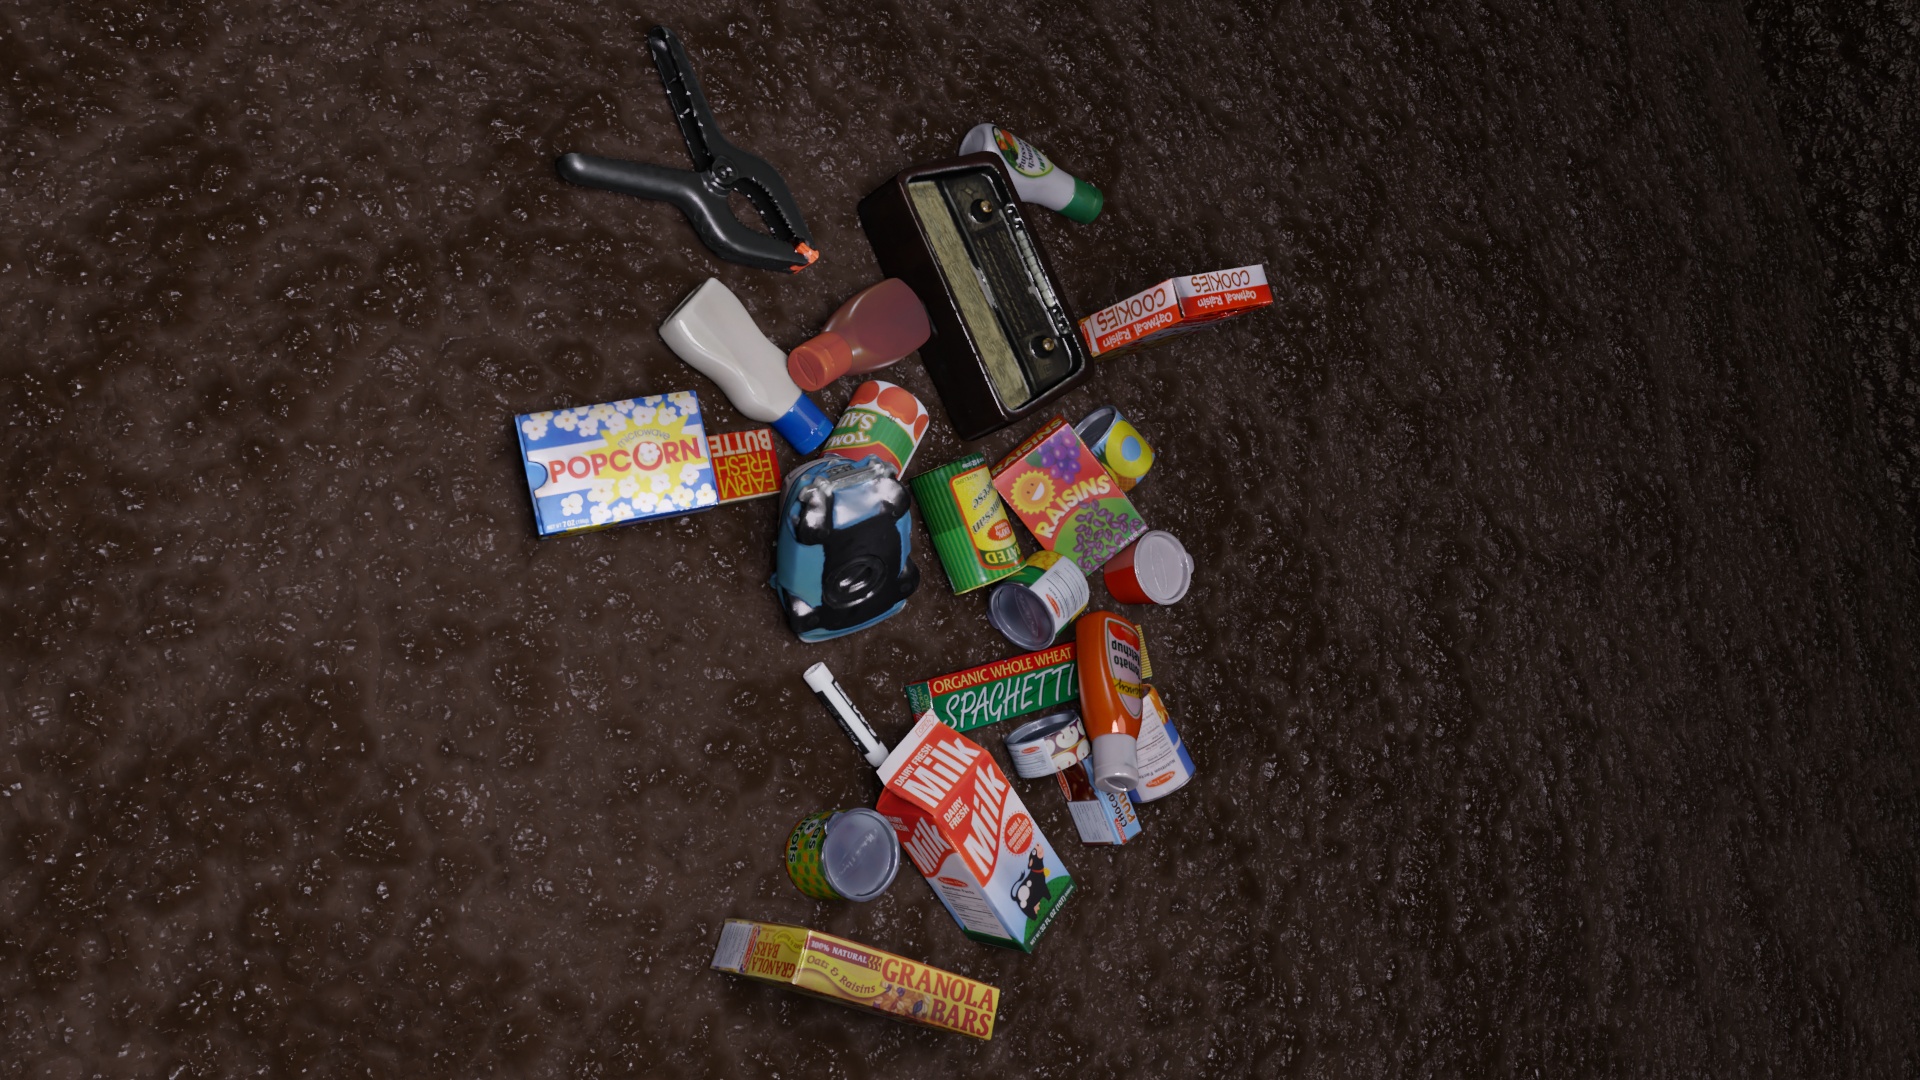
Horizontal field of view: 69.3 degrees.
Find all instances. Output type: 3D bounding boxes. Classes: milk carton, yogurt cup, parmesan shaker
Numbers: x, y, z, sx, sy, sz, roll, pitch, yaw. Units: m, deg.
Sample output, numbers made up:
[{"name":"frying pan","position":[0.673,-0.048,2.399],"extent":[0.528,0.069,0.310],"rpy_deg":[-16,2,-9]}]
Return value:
[{"name":"milk carton","position":[0.004,0.223,1.074],"extent":[0.073,0.073,0.190],"rpy_deg":[-48,116,-33]},{"name":"yogurt cup","position":[0.168,0.028,1.269],"extent":[0.072,0.054,0.072],"rpy_deg":[9,74,-35]},{"name":"parmesan shaker","position":[0.004,-0.014,1.149],"extent":[0.071,0.071,0.103],"rpy_deg":[-25,94,-38]}]

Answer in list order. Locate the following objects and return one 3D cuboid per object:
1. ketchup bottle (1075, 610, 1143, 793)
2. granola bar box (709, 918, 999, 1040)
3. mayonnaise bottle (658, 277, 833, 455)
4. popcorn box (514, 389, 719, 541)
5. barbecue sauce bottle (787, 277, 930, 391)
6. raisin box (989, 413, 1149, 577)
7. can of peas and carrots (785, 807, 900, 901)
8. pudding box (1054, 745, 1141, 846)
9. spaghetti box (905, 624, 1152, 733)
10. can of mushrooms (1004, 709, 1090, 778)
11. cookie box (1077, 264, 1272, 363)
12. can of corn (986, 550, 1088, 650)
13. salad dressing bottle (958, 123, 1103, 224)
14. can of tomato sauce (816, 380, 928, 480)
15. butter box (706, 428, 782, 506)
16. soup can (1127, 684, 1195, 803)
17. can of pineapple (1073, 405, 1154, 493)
[{"name":"ketchup bottle","position":[0.126,0.135,1.157],"extent":[0.064,0.043,0.149],"rpy_deg":[32,45,-37]},{"name":"granola bar box","position":[-0.074,0.308,0.979],"extent":[0.165,0.124,0.039],"rpy_deg":[27,66,-29]},{"name":"mayonnaise bottle","position":[-0.161,-0.129,1.072],"extent":[0.148,0.041,0.065],"rpy_deg":[47,53,-20]},{"name":"popcorn box","position":[-0.241,-0.053,0.975],"extent":[0.127,0.038,0.085],"rpy_deg":[-12,87,-22]},{"name":"barbecue sauce bottle","position":[-0.082,-0.161,1.112],"extent":[0.065,0.043,0.149],"rpy_deg":[59,38,-9]},{"name":"raisin box","position":[0.093,-0.036,1.212],"extent":[0.086,0.040,0.123],"rpy_deg":[-38,107,5]},{"name":"can of peas and carrots","position":[-0.089,0.231,1.027],"extent":[0.071,0.058,0.071],"rpy_deg":[10,73,-34]},{"name":"pudding box","position":[0.116,0.218,1.189],"extent":[0.030,0.049,0.083],"rpy_deg":[-25,95,-39]},{"name":"spaghetti box","position":[0.065,0.119,1.187],"extent":[0.251,0.028,0.050],"rpy_deg":[-11,85,-38]},{"name":"can of mushrooms","position":[0.074,0.169,1.159],"extent":[0.071,0.071,0.033],"rpy_deg":[-25,95,-38]},{"name":"cookie box","position":[0.179,-0.201,1.260],"extent":[0.123,0.167,0.040],"rpy_deg":[-17,91,-38]},{"name":"can of corn","position":[0.065,0.050,1.181],"extent":[0.058,0.071,0.071],"rpy_deg":[-40,104,-42]},{"name":"salad dressing bottle","position":[0.068,-0.336,1.286],"extent":[0.148,0.043,0.064],"rpy_deg":[16,49,-37]},{"name":"can of tomato sauce","position":[-0.072,-0.077,1.108],"extent":[0.071,0.071,0.083],"rpy_deg":[39,58,-23]},{"name":"butter box","position":[-0.186,-0.052,1.044],"extent":[0.104,0.024,0.053],"rpy_deg":[-12,87,-38]},{"name":"soup can","position":[0.158,0.177,1.222],"extent":[0.072,0.071,0.083],"rpy_deg":[-32,98,-37]},{"name":"can of pineapple","position":[0.133,-0.078,1.261],"extent":[0.058,0.071,0.071],"rpy_deg":[44,57,-21]}]
